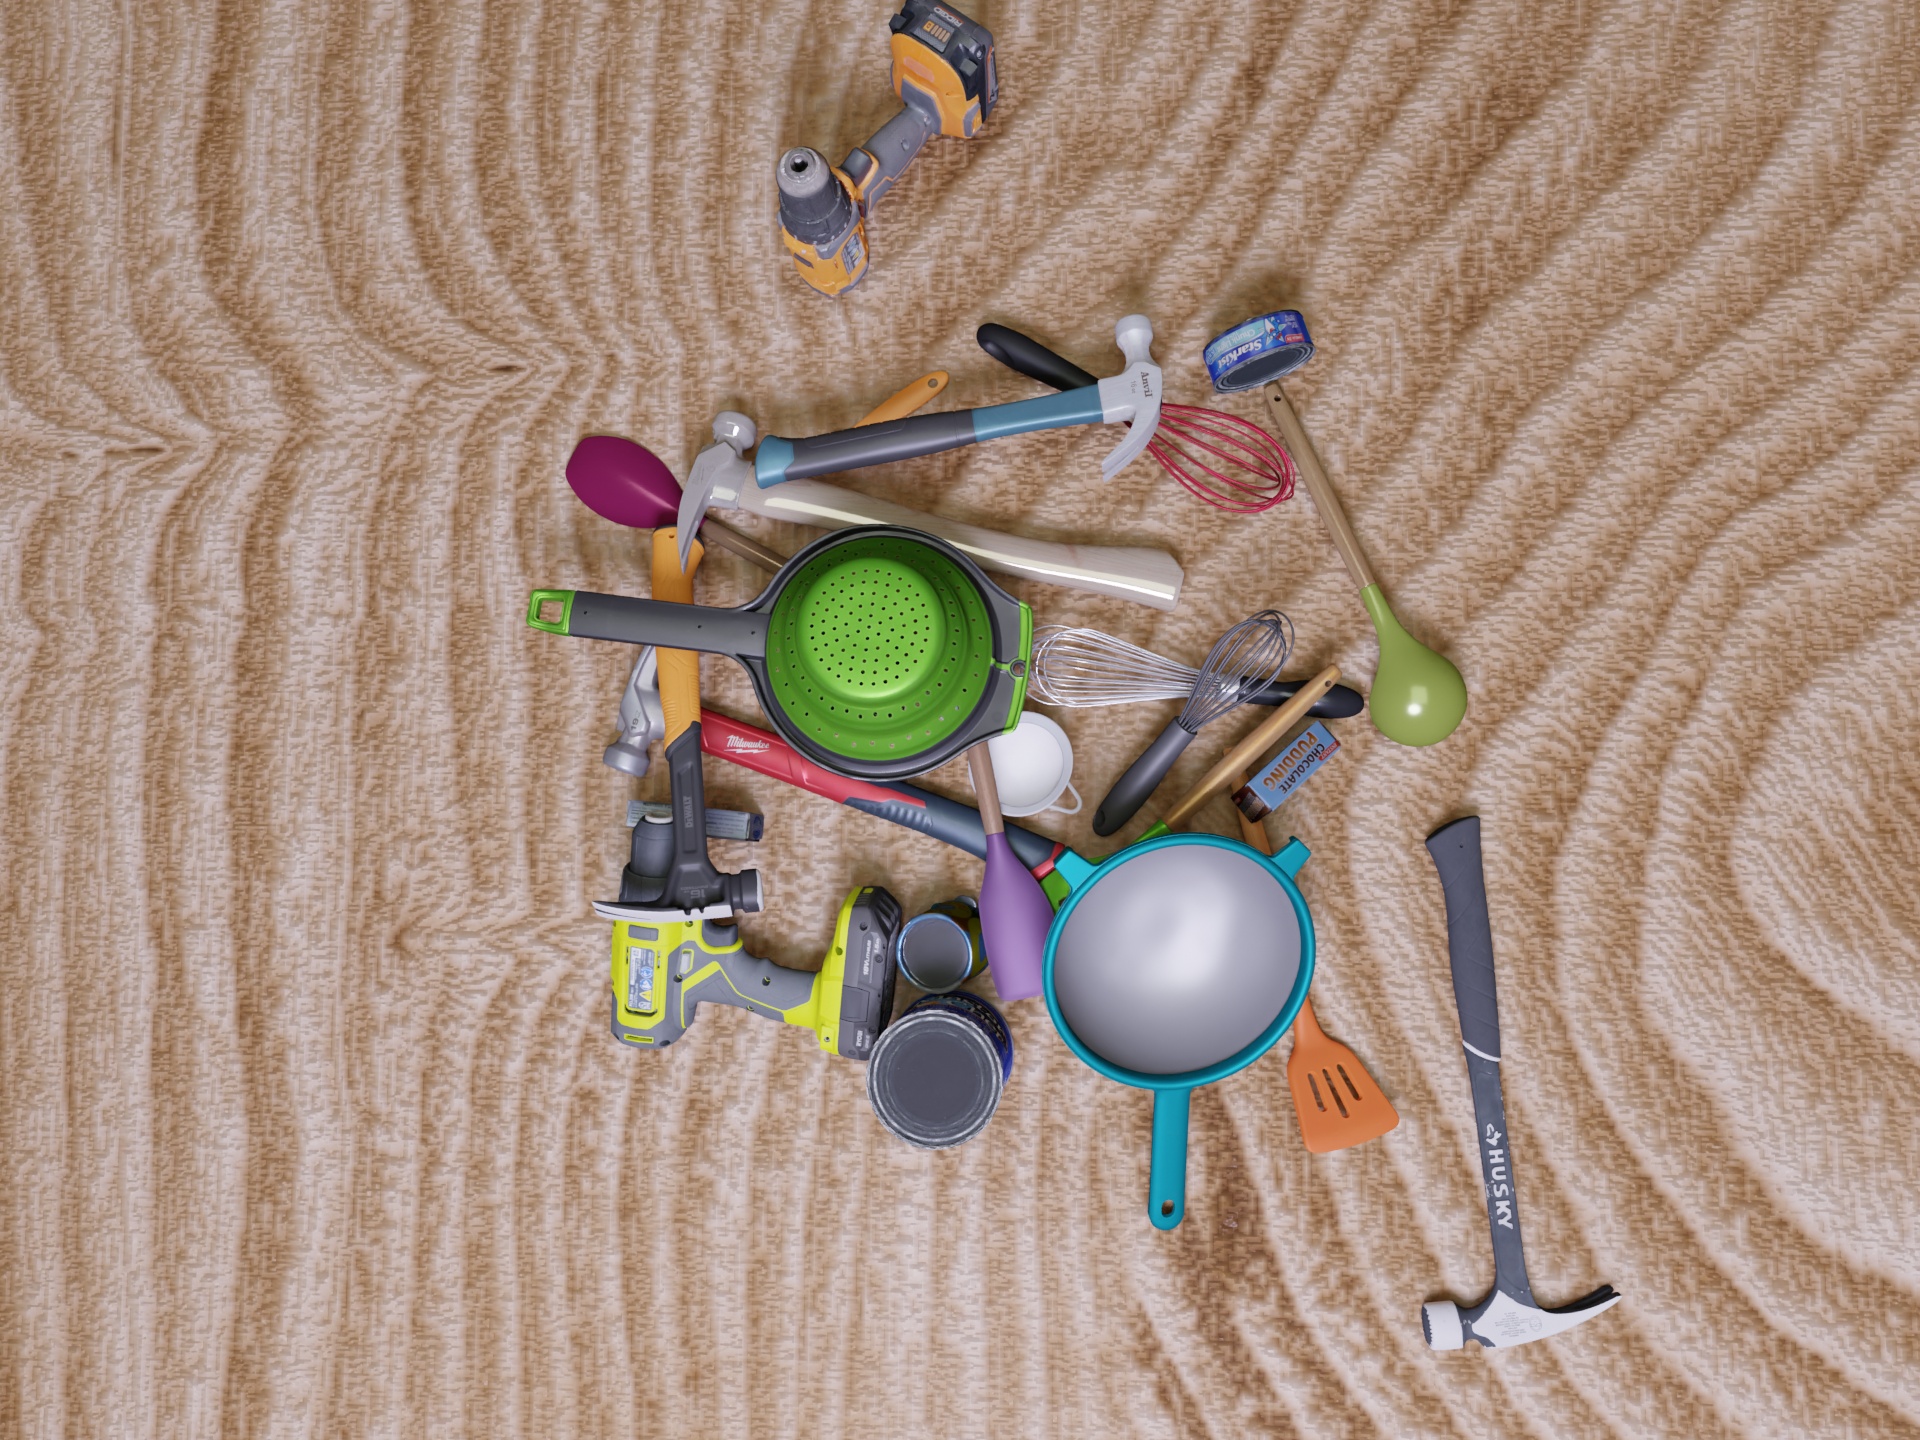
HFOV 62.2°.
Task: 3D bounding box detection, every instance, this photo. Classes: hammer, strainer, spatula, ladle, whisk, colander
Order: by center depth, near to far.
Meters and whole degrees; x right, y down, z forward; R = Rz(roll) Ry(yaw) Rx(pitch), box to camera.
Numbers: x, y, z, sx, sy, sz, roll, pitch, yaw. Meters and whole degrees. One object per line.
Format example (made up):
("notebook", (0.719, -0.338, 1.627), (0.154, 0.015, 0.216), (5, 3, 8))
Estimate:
("colander", (-0.145, -0.070, 1.204), (0.397, 0.094, 0.204), (7, 81, 4))
("hammer", (0.417, 0.279, 1.247), (0.149, 0.036, 0.409), (-6, 86, 4))
("whisk", (0.178, 0.007, 1.247), (0.055, 0.055, 0.239), (40, 116, 6))
("strainer", (0.160, 0.232, 1.253), (0.211, 0.095, 0.340), (-2, 108, -7))
("hammer", (-0.229, -0.005, 1.260), (0.127, 0.034, 0.337), (-4, 67, -6))
("spatula", (0.025, 0.064, 1.264), (0.060, 0.018, 0.316), (-12, 86, 1))
("hammer", (-0.002, -0.233, 1.265), (0.331, 0.033, 0.128), (-10, 71, 5))
("spatula", (0.262, 0.176, 1.265), (0.081, 0.041, 0.323), (-14, 84, -11))
("whisk", (0.183, -0.030, 1.281), (0.284, 0.070, 0.070), (8, 87, 2))
("ladle", (0.316, -0.128, 1.285), (0.078, 0.062, 0.320), (-23, 78, 3))
("hammer", (-0.024, -0.143, 1.296), (0.410, 0.038, 0.146), (14, 65, 3))
("whisk", (0.139, -0.251, 1.296), (0.296, 0.073, 0.073), (30, 90, 12))
("strainer", (-0.002, -0.004, 1.302), (0.258, 0.050, 0.087), (38, 88, 12))
("hammer", (-0.094, 0.035, 1.309), (0.386, 0.038, 0.143), (20, 87, 6))

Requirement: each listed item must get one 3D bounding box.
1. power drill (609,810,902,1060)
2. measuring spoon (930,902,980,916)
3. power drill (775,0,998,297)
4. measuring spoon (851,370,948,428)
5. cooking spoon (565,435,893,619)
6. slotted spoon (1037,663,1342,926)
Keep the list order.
("power drill", (-0.167, 0.176, 1.270), (0.228, 0.080, 0.190), (7, 104, 6))
("measuring spoon", (0.036, 0.176, 1.301), (0.129, 0.021, 0.042), (22, 100, 15))
("power drill", (-0.066, -0.463, 1.266), (0.084, 0.185, 0.226), (36, 87, 8))
("measuring spoon", (-0.060, -0.260, 1.337), (0.117, 0.011, 0.021), (-32, 84, 3))
("cooking spoon", (-0.193, -0.152, 1.339), (0.319, 0.017, 0.069), (28, 91, 7))
("slotted spoon", (0.182, 0.065, 1.264), (0.314, 0.031, 0.070), (-43, 116, 6))
